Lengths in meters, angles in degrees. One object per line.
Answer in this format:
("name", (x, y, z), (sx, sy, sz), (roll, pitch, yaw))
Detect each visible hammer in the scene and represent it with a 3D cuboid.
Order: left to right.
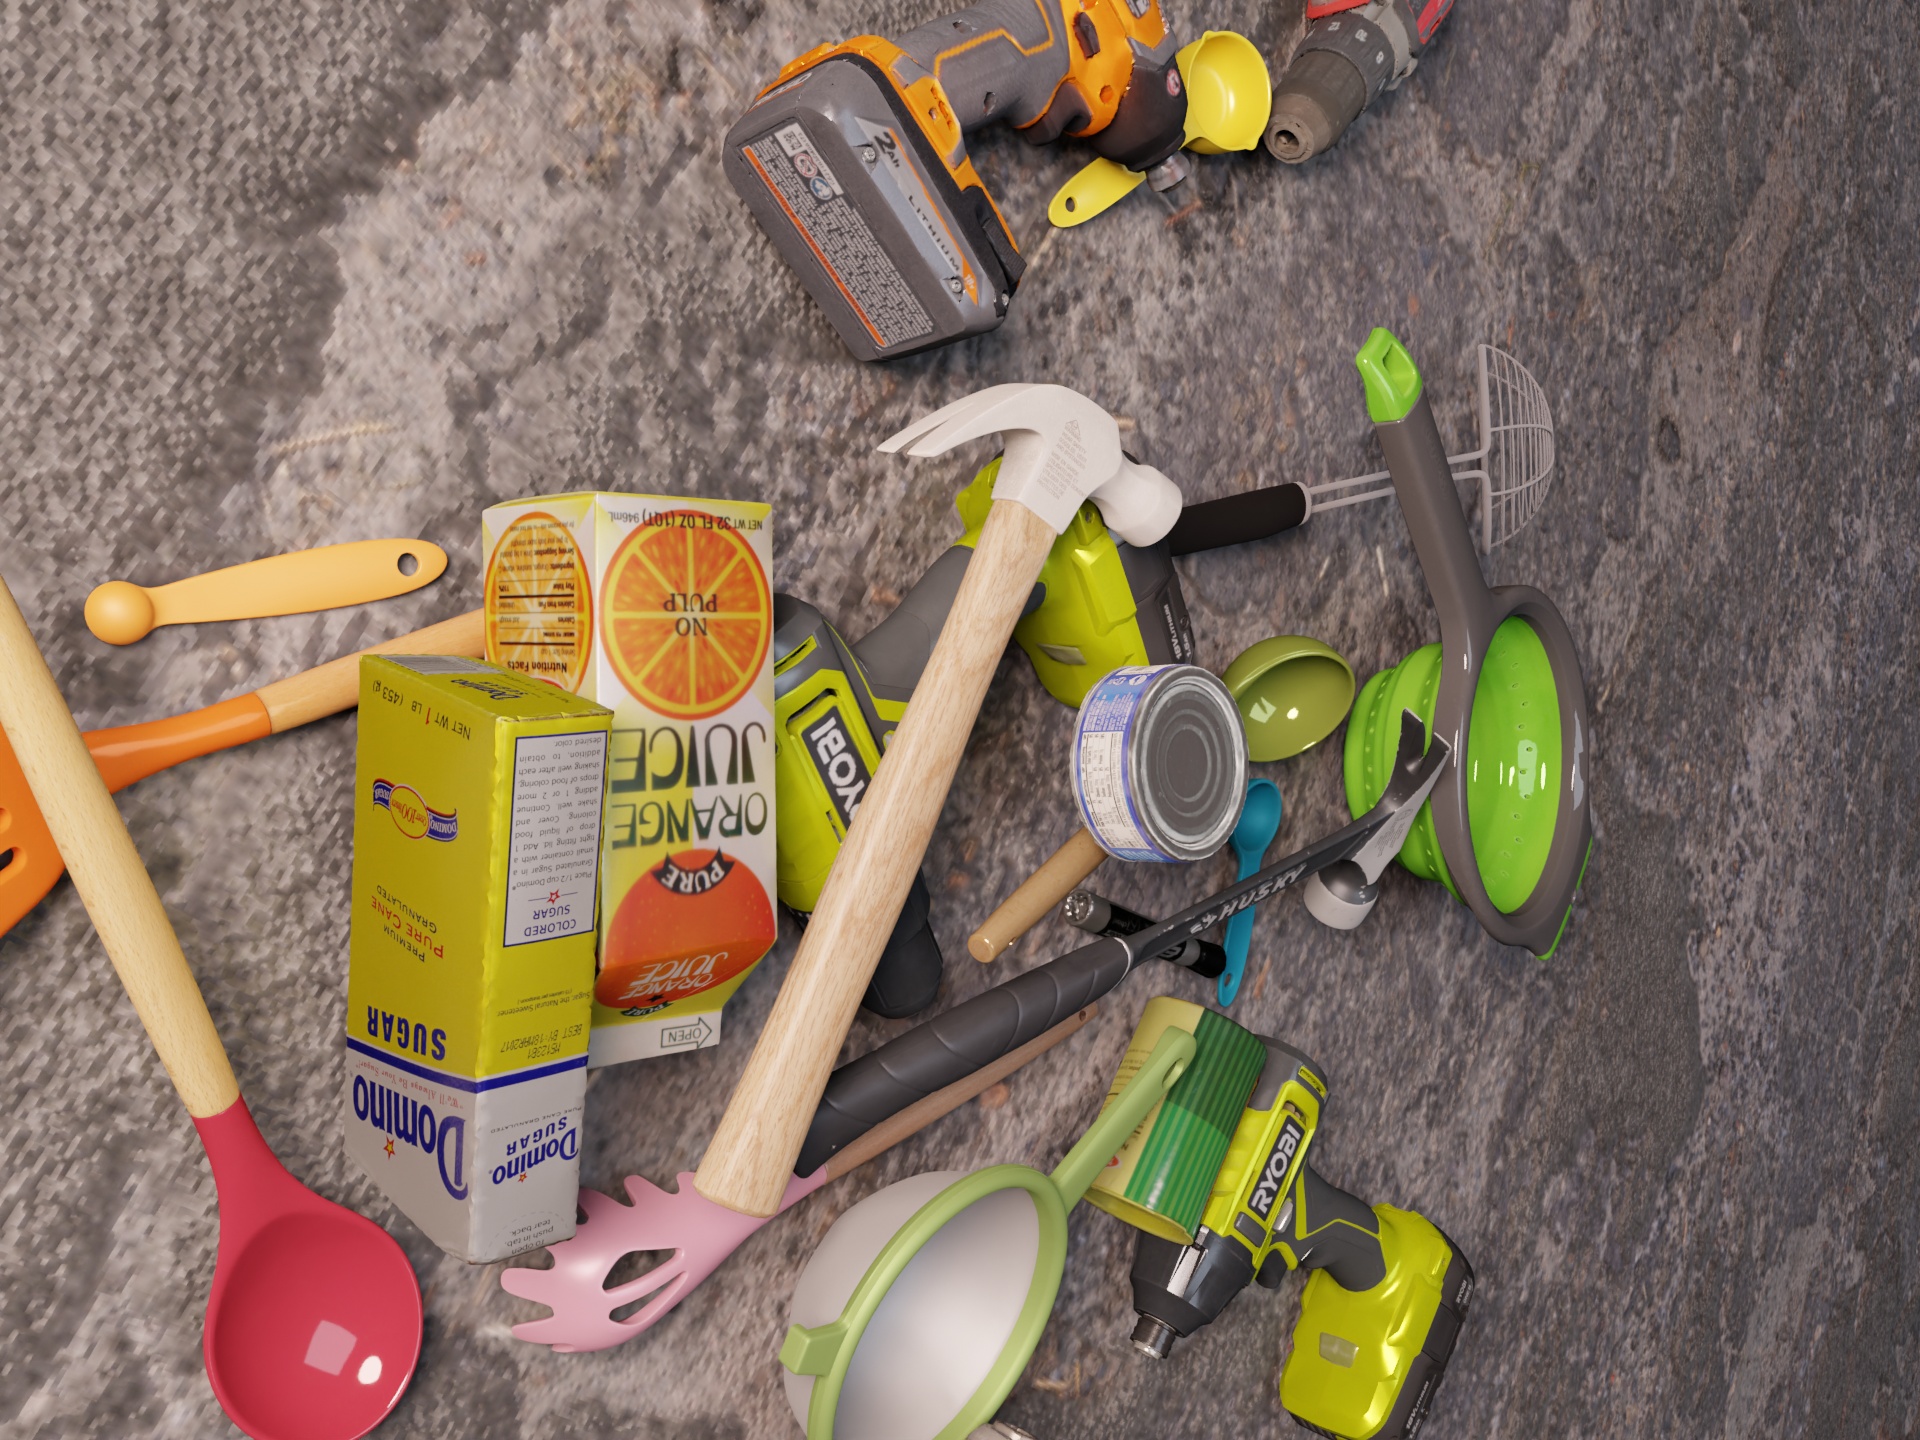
("hammer", (-0.020, 0.024, 0.598), (0.129, 0.031, 0.331), (31, 78, -40))
("hammer", (0.082, 0.104, 0.728), (0.409, 0.036, 0.149), (-20, 144, -36))

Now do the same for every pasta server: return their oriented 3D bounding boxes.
("pasta server", (-0.048, 0.179, 0.684), (0.316, 0.040, 0.060), (-20, 106, -44))

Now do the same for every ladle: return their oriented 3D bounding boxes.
("ladle", (-0.232, 0.095, 0.473), (0.069, 0.031, 0.315), (-33, 124, -39))
("ladle", (0.103, 0.036, 0.748), (0.320, 0.062, 0.078), (-36, 155, -49))

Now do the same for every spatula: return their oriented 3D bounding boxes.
("spatula", (-0.200, -0.008, 0.518), (0.322, 0.041, 0.081), (-27, 120, -40))

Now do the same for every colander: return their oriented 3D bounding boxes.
("colander", (0.253, -0.036, 0.884), (0.205, 0.094, 0.396), (-54, 129, -34))

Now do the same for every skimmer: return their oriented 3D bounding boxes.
("skimmer", (0.214, -0.134, 0.902), (0.363, 0.090, 0.127), (-16, 108, -31))

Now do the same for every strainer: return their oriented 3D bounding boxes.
("strainer", (0.007, 0.213, 0.697), (0.256, 0.069, 0.151), (-41, 136, -32))

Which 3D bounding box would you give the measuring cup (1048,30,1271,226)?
("measuring cup", (0.093, -0.286, 0.789), (0.156, 0.029, 0.062), (-40, 116, -20))

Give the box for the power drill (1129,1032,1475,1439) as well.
("power drill", (0.182, 0.300, 0.871), (0.223, 0.080, 0.171), (46, 63, -30))

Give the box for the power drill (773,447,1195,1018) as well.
("power drill", (-0.001, -0.002, 0.680), (0.228, 0.080, 0.190), (-41, 123, -31))

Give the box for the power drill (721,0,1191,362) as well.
("power drill", (0.019, -0.253, 0.677), (0.164, 0.084, 0.226), (52, 56, -28))

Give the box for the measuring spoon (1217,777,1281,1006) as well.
("measuring spoon", (0.148, 0.092, 0.867), (0.042, 0.021, 0.128), (-1, 102, -43))

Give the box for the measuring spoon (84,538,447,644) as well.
("measuring spoon", (-0.220, -0.044, 0.517), (0.117, 0.011, 0.021), (-17, 104, -41))

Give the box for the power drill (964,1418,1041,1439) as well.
("power drill", (0.027, 0.417, 0.706), (0.226, 0.084, 0.185), (42, 68, -46))

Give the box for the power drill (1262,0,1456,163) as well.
("power drill", (0.179, -0.423, 0.822), (0.188, 0.080, 0.226), (-55, 128, -25))
